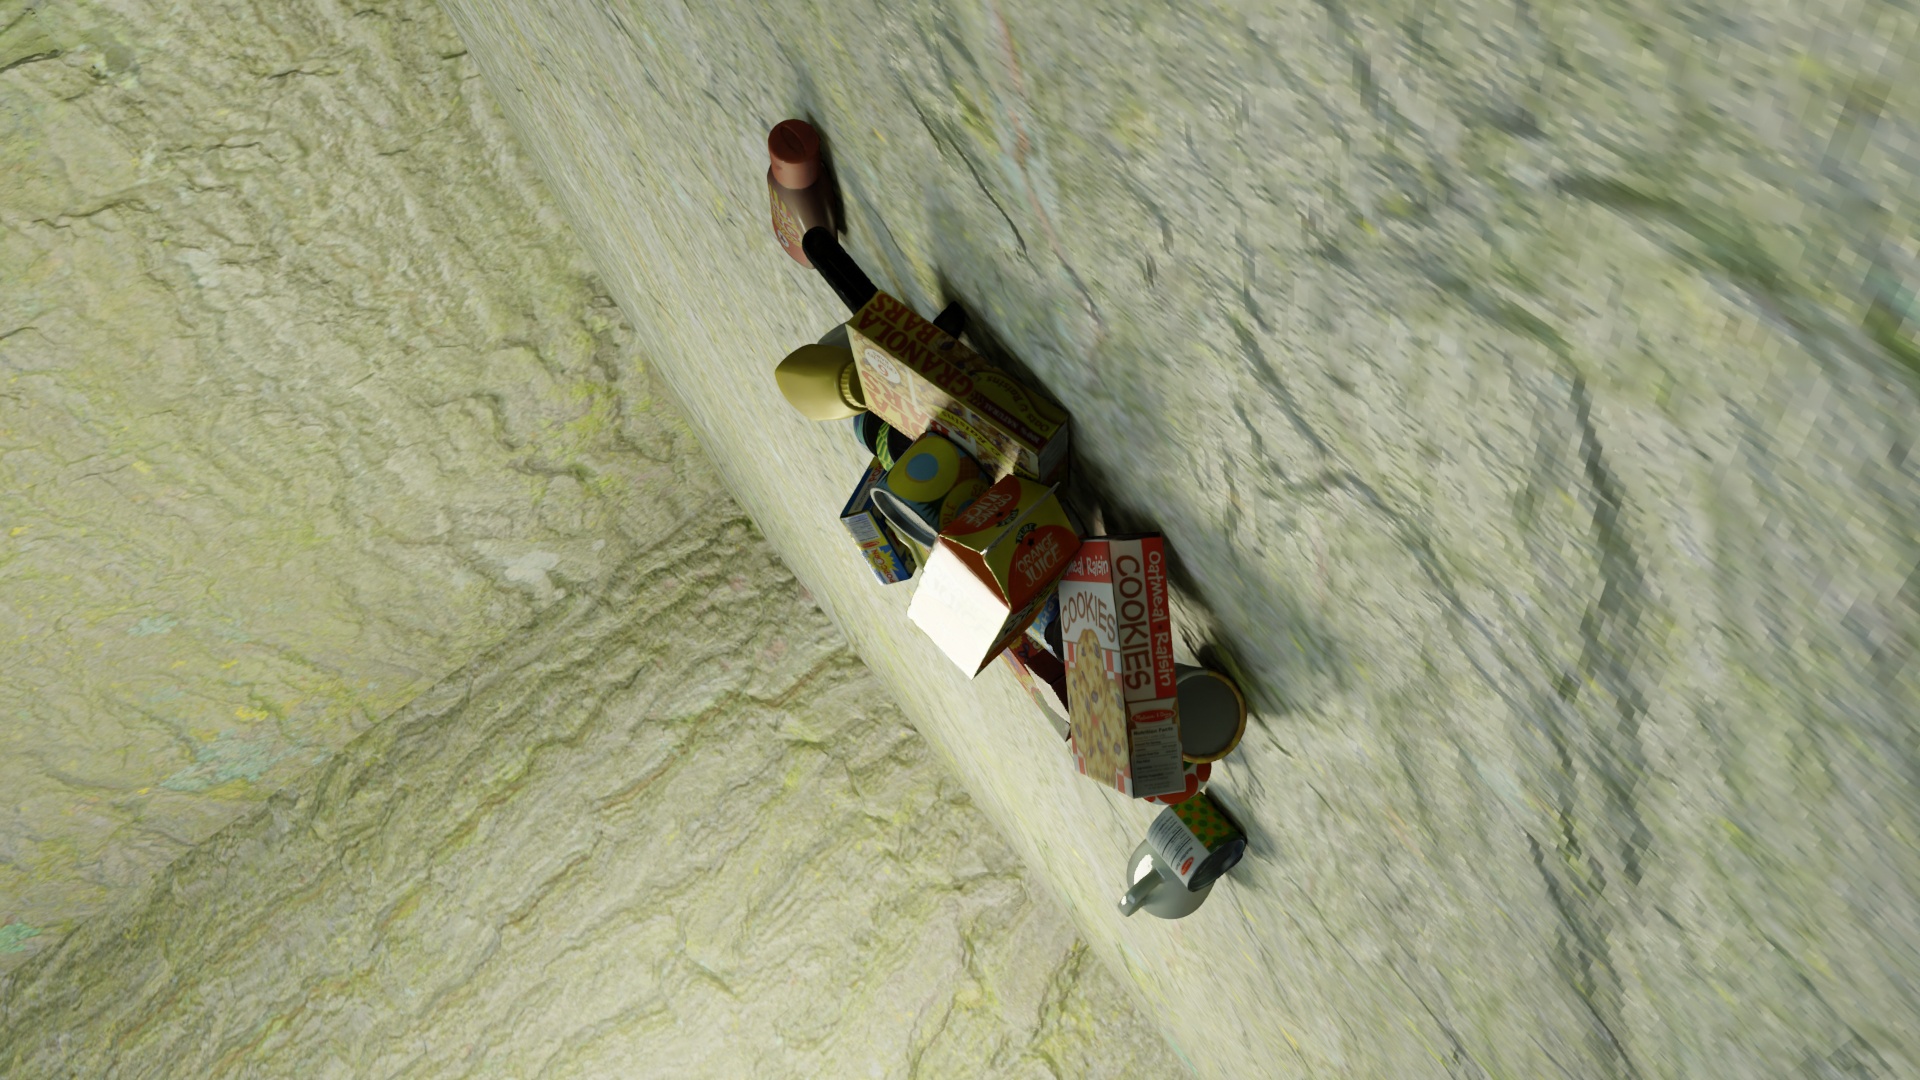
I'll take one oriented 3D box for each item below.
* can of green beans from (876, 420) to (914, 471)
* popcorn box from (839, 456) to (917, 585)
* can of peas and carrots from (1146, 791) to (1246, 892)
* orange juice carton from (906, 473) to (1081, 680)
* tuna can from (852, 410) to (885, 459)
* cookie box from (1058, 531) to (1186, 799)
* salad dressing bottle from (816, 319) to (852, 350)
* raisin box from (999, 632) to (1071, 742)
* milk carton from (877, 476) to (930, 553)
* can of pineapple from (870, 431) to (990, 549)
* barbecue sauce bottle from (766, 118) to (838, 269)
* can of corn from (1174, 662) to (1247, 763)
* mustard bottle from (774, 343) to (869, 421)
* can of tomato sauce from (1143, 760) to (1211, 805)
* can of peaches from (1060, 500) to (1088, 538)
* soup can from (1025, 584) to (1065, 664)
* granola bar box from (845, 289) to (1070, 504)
[{"bbox_3d":[-0.035,-0.083,1.176,0.071,0.071,0.058,56,169,-7],"label":"can of green beans"},{"bbox_3d":[-0.061,-0.030,1.324,0.038,0.127,0.085,-13,122,29],"label":"popcorn box"},{"bbox_3d":[0.206,0.259,1.205,0.059,0.071,0.070,48,167,33],"label":"can of peas and carrots"},{"bbox_3d":[0.024,0.021,0.963,0.073,0.072,0.191,45,156,10],"label":"orange juice carton"},{"bbox_3d":[-0.059,-0.105,1.220,0.071,0.071,0.033,59,169,-23],"label":"tuna can"},{"bbox_3d":[0.106,0.079,0.939,0.123,0.040,0.167,175,90,-77],"label":"cookie box"},{"bbox_3d":[-0.075,-0.129,1.266,0.147,0.044,0.064,58,165,-20],"label":"salad dressing bottle"},{"bbox_3d":[0.086,0.140,1.418,0.123,0.040,0.086,52,170,15],"label":"raisin box"},{"bbox_3d":[0.004,-0.014,1.136,0.073,0.072,0.190,44,176,22],"label":"milk carton"},{"bbox_3d":[-0.020,-0.034,0.986,0.071,0.058,0.070,37,165,12],"label":"can of pineapple"},{"bbox_3d":[-0.121,-0.264,1.050,0.065,0.044,0.148,53,169,10],"label":"barbecue sauce bottle"},{"bbox_3d":[0.160,0.121,0.966,0.071,0.071,0.058,55,169,-5],"label":"can of corn"},{"bbox_3d":[-0.101,-0.134,1.180,0.160,0.049,0.065,12,140,56],"label":"mustard bottle"},{"bbox_3d":[0.154,0.160,1.098,0.071,0.071,0.082,39,162,54],"label":"can of tomato sauce"},{"bbox_3d":[0.056,-0.002,1.055,0.071,0.058,0.071,51,168,15],"label":"can of peaches"},{"bbox_3d":[0.079,0.055,1.097,0.071,0.071,0.084,60,168,-29],"label":"soup can"},{"bbox_3d":[0.001,-0.090,0.972,0.166,0.039,0.123,36,164,17],"label":"granola bar box"}]
